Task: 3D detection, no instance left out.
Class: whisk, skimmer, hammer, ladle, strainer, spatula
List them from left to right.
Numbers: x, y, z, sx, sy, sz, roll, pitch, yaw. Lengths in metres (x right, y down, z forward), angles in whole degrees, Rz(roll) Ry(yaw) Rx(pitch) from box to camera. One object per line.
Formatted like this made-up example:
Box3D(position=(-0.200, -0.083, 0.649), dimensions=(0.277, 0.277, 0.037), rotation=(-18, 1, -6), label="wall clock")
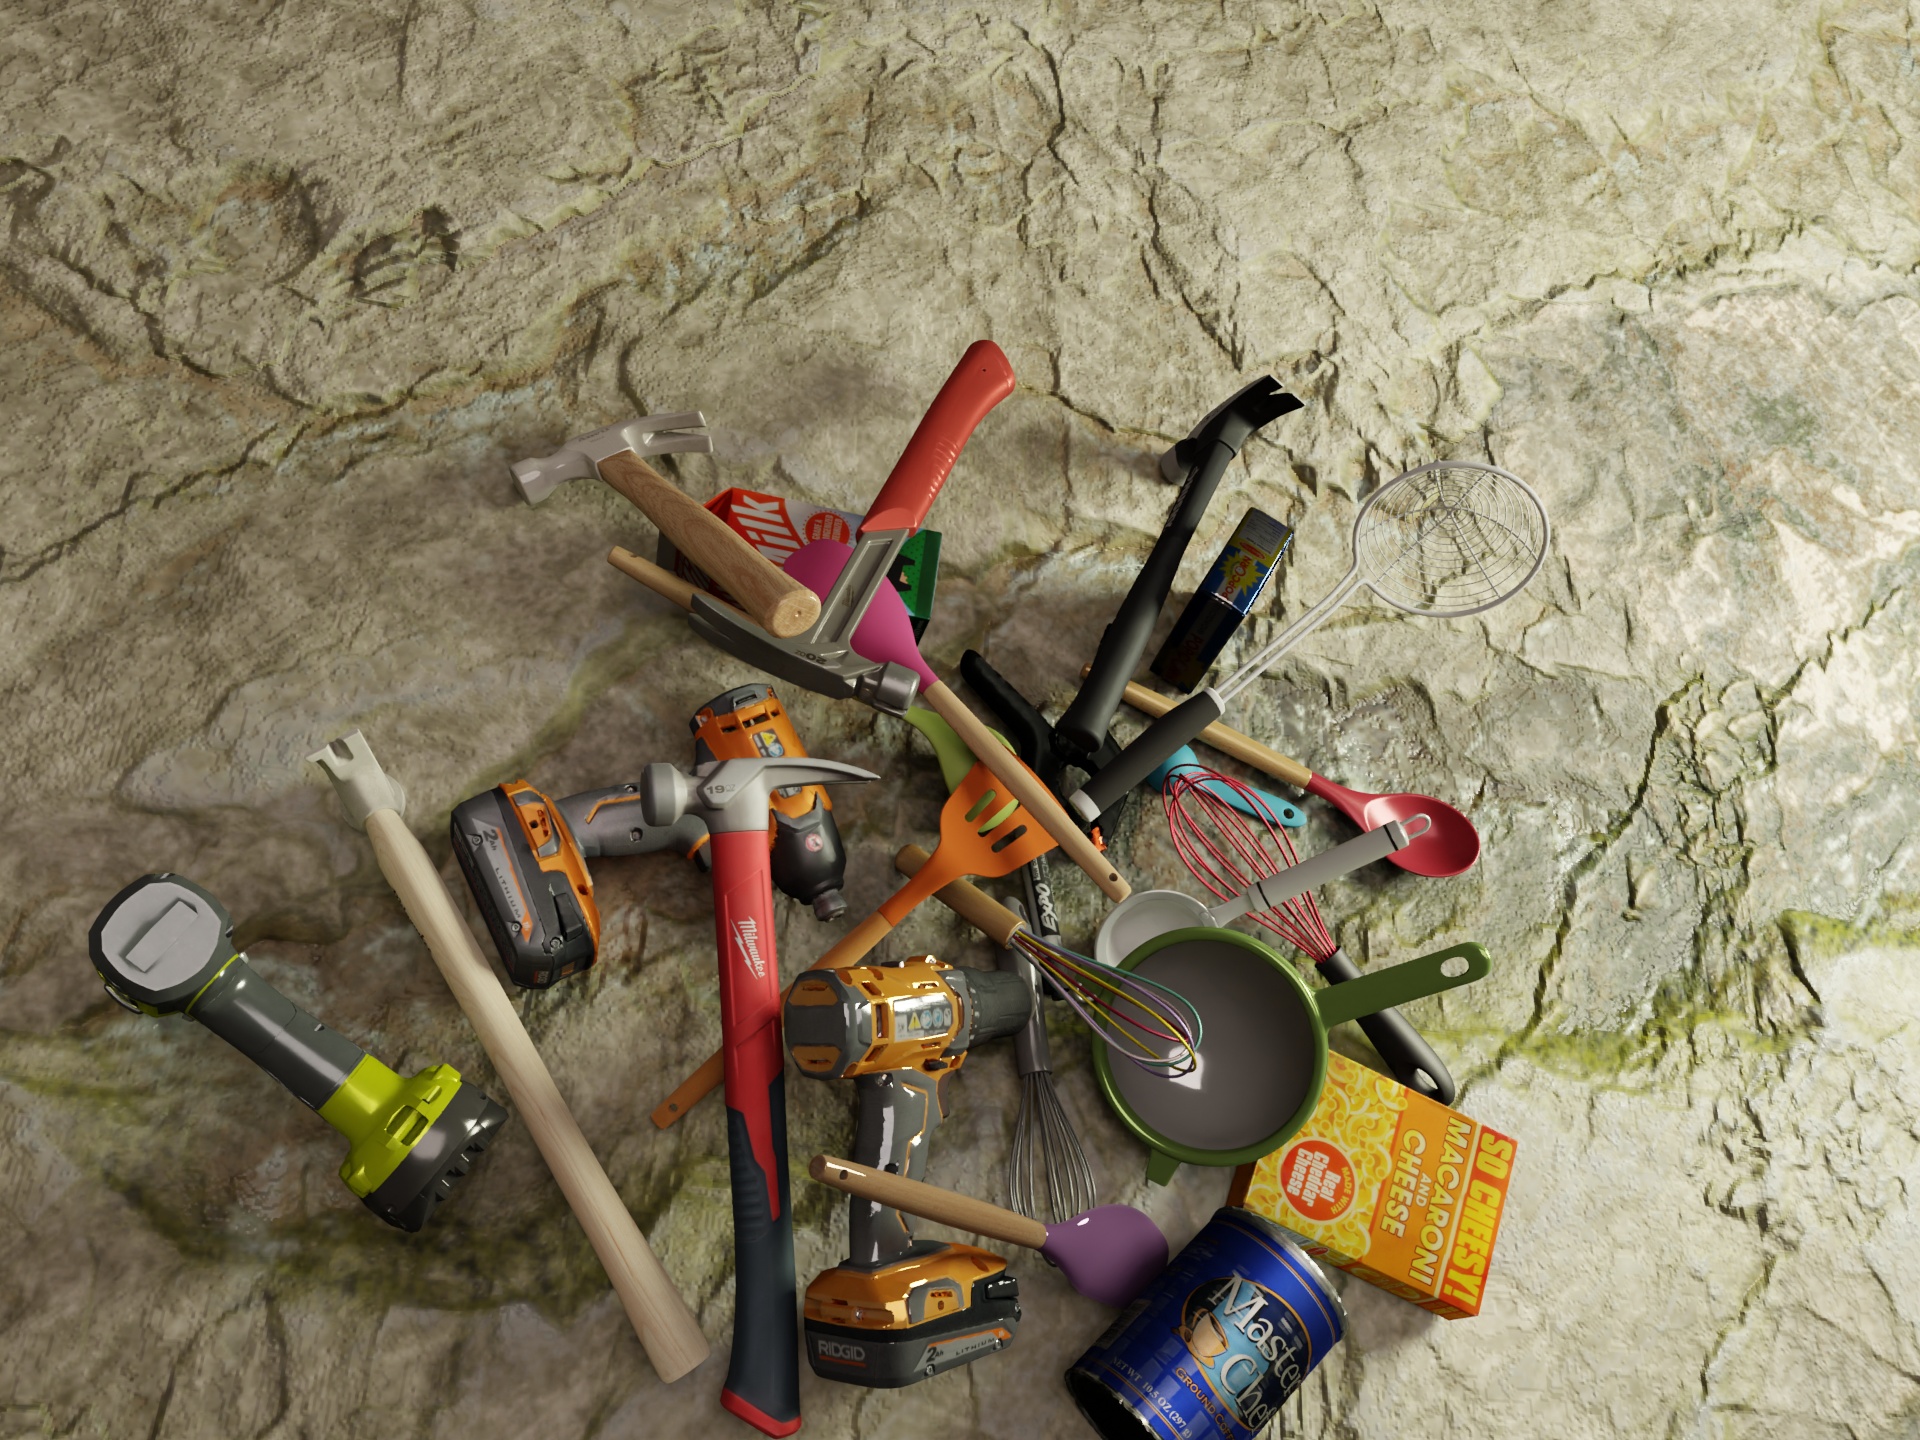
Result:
Box3D(position=(-0.259, 0.191, 0.915), dimensions=(0.038, 0.146, 0.411), rotation=(-30, 81, -18), label="hammer")
Box3D(position=(-0.176, -0.129, 1.016), dimensions=(0.130, 0.031, 0.332), rotation=(-29, 38, -19), label="hammer")
Box3D(position=(-0.106, 0.214, 0.939), dimensions=(0.143, 0.038, 0.386), rotation=(-2, 82, -19), label="hammer")
Box3D(position=(-0.099, -0.025, 1.072), dimensions=(0.320, 0.062, 0.078), rotation=(29, 27, -2), label="ladle")
Box3D(position=(-0.066, 0.142, 1.001), dimensions=(0.322, 0.041, 0.081), rotation=(-41, 87, -8), label="spatula")
Box3D(position=(-0.047, -0.155, 1.089), dimensions=(0.149, 0.036, 0.359), rotation=(24, 49, 1), label="hammer")
Box3D(position=(0.029, 0.286, 0.904), dimensions=(0.315, 0.018, 0.060), rotation=(31, 66, -41), label="spatula")
Box3D(position=(0.046, 0.225, 1.019), dimensions=(0.055, 0.055, 0.239), rotation=(-1, 63, -15), label="whisk")
Box3D(position=(0.053, 0.146, 1.014), dimensions=(0.245, 0.047, 0.051), rotation=(33, 90, 27), label="whisk")
Box3D(position=(0.144, -0.111, 1.115), dimensions=(0.035, 0.146, 0.335), rotation=(36, 57, -13), label="hammer")
Box3D(position=(0.191, 0.121, 1.054), dimensions=(0.258, 0.050, 0.086), rotation=(-26, 106, 12), label="strainer")
Box3D(position=(0.230, 0.032, 1.160), dimensions=(0.315, 0.031, 0.069), rotation=(26, 56, 0), label="ladle")
Box3D(position=(0.211, 0.187, 1.015), dimensions=(0.256, 0.069, 0.151), rotation=(-22, 83, 16), label="strainer")
Box3D(position=(0.231, -0.042, 1.072), dimensions=(0.363, 0.090, 0.127), rotation=(-39, 120, -7), label="skimmer")
Box3D(position=(0.240, 0.147, 1.097), dimensions=(0.073, 0.073, 0.296), rotation=(-37, 85, -25), label="whisk")

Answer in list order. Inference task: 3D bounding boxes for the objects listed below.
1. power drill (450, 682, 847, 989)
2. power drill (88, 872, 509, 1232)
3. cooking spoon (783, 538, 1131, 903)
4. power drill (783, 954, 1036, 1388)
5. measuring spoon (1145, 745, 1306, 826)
Box3D(position=(-0.185, 0.084, 1.004), dimensions=(0.226, 0.084, 0.164), rotation=(-22, 74, -26), label="power drill")
Box3D(position=(-0.371, 0.179, 0.873), dimensions=(0.228, 0.190, 0.080), rotation=(42, 63, -10), label="power drill")
Box3D(position=(-0.002, -0.003, 1.032), dimensions=(0.069, 0.017, 0.319), rotation=(-35, 75, -28), label="cooking spoon")
Box3D(position=(-0.017, 0.252, 0.936), dimensions=(0.185, 0.084, 0.226), rotation=(5, 79, -49), label="power drill")
Box3D(position=(0.193, 0.047, 1.146), dimensions=(0.128, 0.021, 0.042), rotation=(22, 64, -3), label="measuring spoon")
